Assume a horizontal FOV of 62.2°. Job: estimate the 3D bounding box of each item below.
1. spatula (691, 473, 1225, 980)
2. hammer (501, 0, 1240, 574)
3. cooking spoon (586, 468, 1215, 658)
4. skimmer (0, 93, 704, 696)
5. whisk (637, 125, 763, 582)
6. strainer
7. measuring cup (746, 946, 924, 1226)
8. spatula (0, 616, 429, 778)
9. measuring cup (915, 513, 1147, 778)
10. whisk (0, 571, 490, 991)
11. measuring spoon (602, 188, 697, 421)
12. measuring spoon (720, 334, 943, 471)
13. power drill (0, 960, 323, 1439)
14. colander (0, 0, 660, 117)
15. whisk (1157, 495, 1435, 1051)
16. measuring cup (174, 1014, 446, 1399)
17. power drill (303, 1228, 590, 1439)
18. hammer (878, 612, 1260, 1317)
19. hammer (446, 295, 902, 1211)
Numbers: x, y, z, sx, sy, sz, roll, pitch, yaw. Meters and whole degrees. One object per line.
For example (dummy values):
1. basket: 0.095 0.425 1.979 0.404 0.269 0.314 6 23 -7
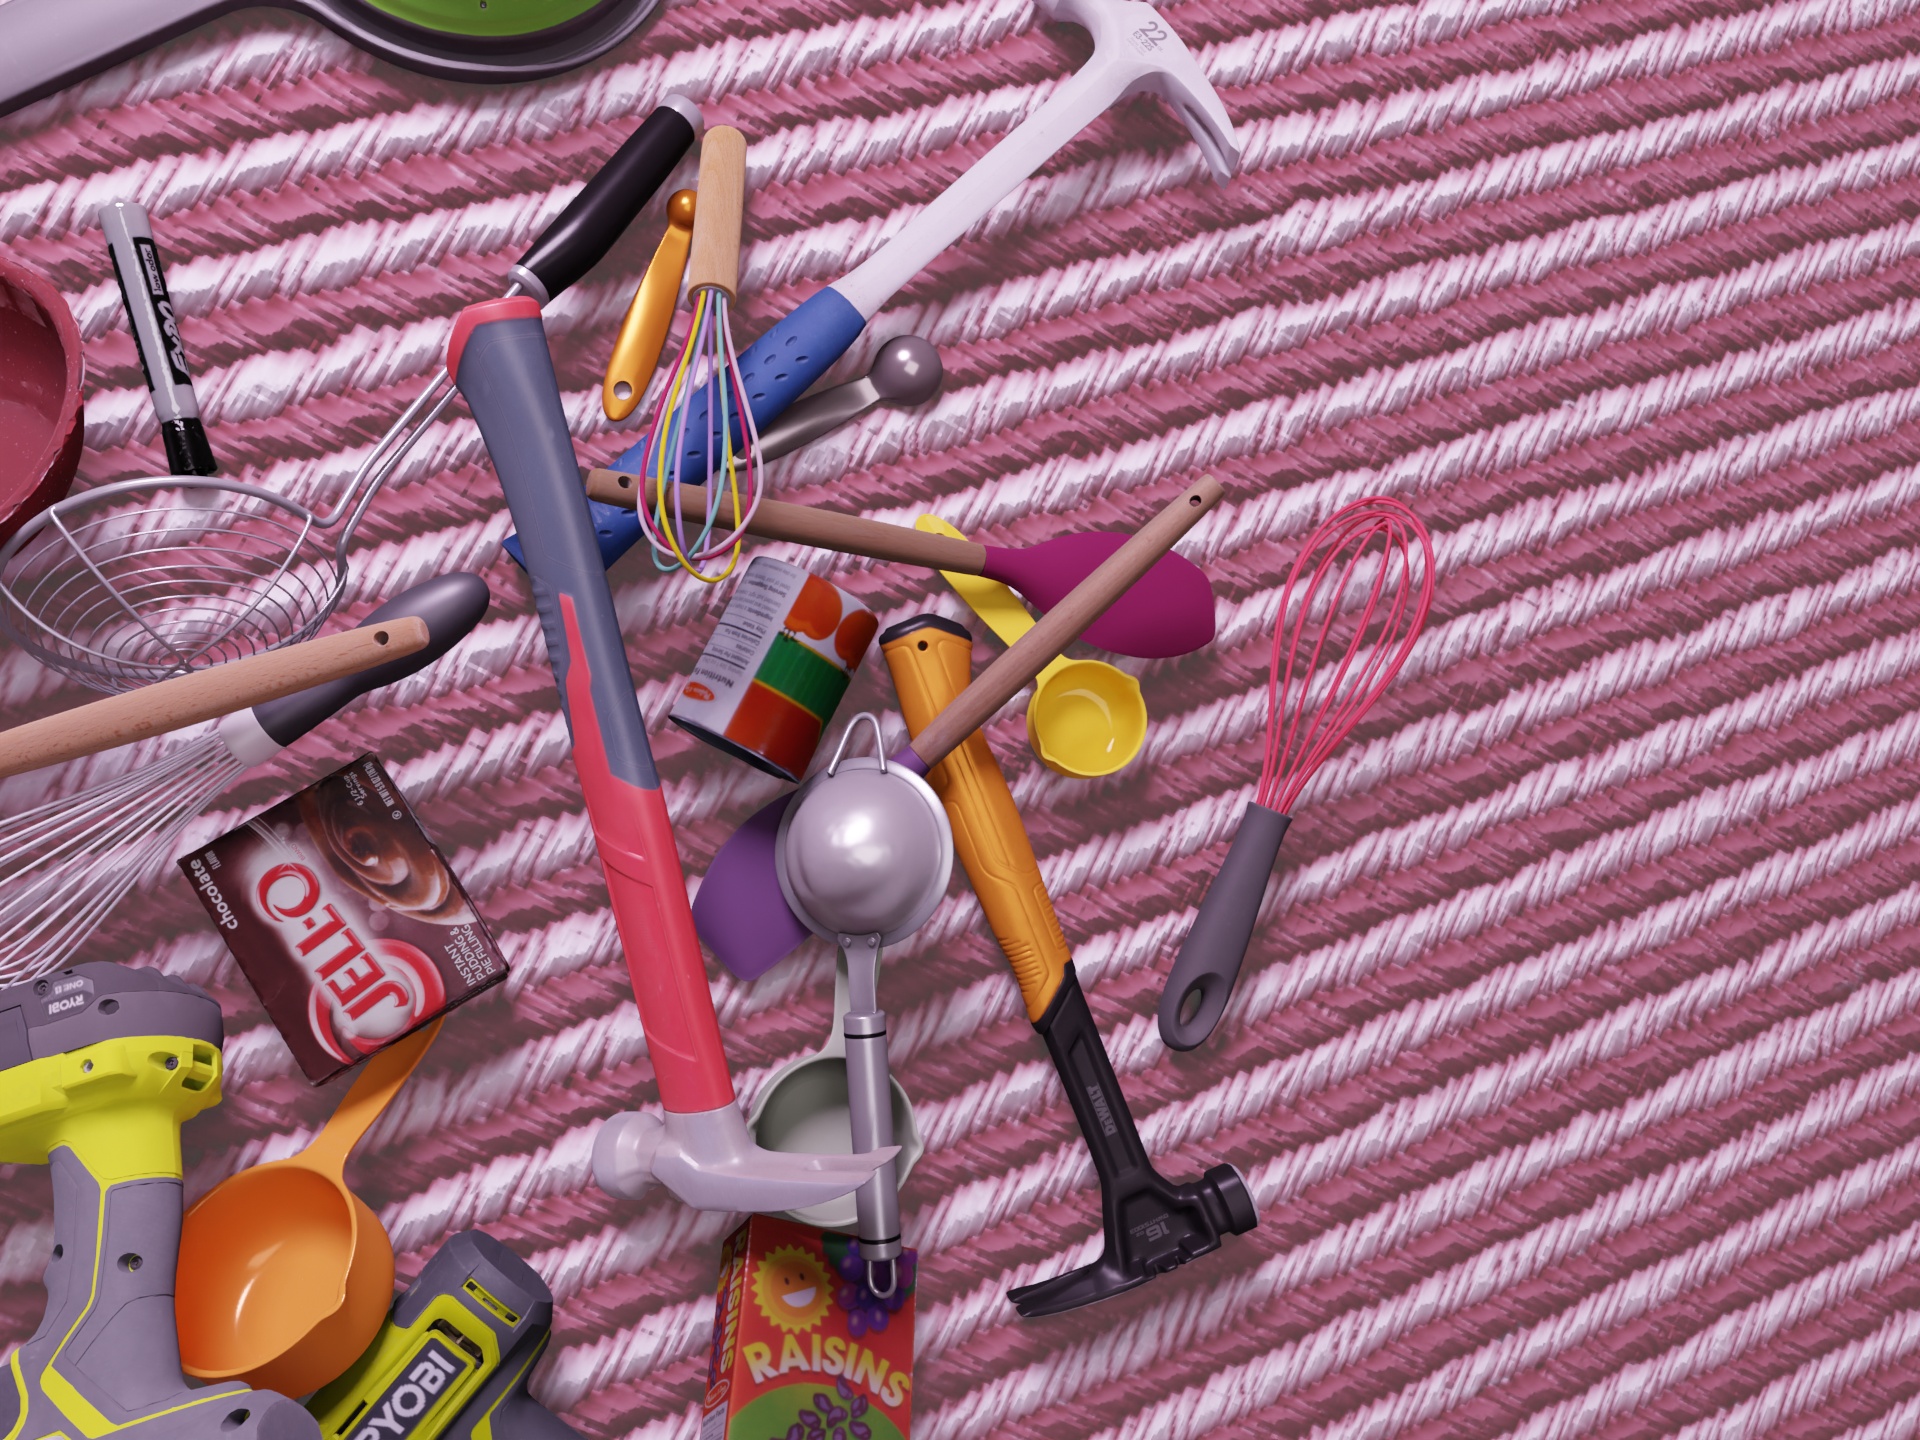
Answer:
1. spatula: -0.001 -0.002 0.728 0.316 0.018 0.060 -42 84 3
2. hammer: -0.041 -0.196 0.741 0.405 0.035 0.144 -44 83 -10
3. cooking spoon: -0.014 -0.079 0.737 0.318 0.017 0.069 8 65 -24
4. skimmer: -0.244 -0.154 0.679 0.090 0.127 0.363 26 68 16
5. whisk: -0.108 -0.164 0.691 0.047 0.051 0.245 16 58 -28
6. strainer: -0.042 0.126 0.699 0.087 0.050 0.258 -4 90 20
7. measuring cup: -0.056 0.147 0.740 0.083 0.038 0.168 10 78 -14
8. spatula: -0.355 0.011 0.597 0.317 0.044 0.082 -17 84 2
9. measuring cup: 0.028 -0.037 0.778 0.062 0.029 0.156 -39 86 -16
10. whisk: -0.310 0.023 0.634 0.284 0.070 0.070 -35 98 -4
11. measuring spoon: -0.142 -0.193 0.736 0.021 0.011 0.117 20 83 -14
12. measuring spoon: -0.061 -0.149 0.754 0.124 0.018 0.034 -29 96 -15
13. power drill: -0.344 0.222 0.582 0.190 0.080 0.229 -19 67 -1
14. colander: -0.279 -0.347 0.660 0.397 0.094 0.204 -33 97 -14
15. whisk: 0.161 0.027 0.794 0.073 0.073 0.296 22 89 -14
16. measuring cup: -0.260 0.200 0.672 0.095 0.052 0.174 12 52 22
17. power drill: -0.186 0.353 0.677 0.223 0.080 0.171 42 78 -7
18. hammer: 0.028 0.112 0.760 0.127 0.034 0.337 -21 92 -9
19. hammer: -0.130 0.018 0.656 0.143 0.038 0.386 -8 99 29
